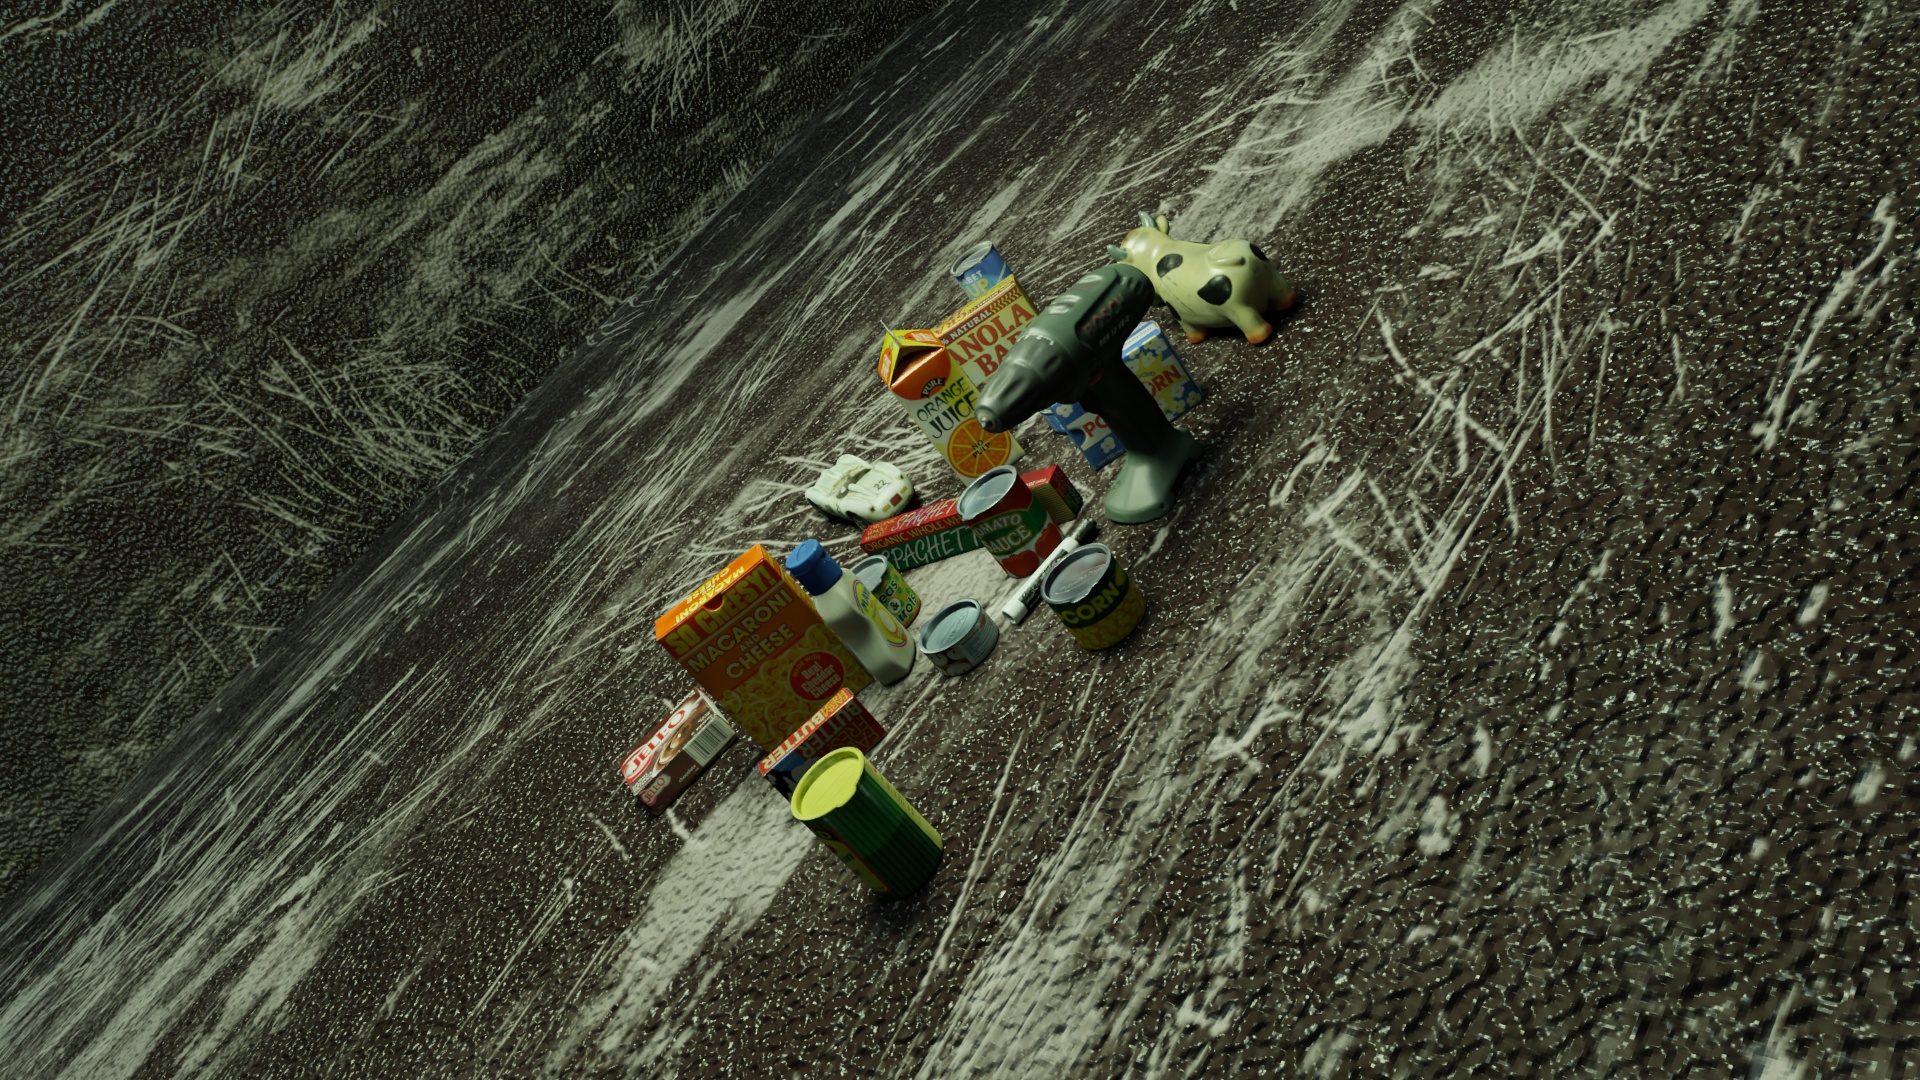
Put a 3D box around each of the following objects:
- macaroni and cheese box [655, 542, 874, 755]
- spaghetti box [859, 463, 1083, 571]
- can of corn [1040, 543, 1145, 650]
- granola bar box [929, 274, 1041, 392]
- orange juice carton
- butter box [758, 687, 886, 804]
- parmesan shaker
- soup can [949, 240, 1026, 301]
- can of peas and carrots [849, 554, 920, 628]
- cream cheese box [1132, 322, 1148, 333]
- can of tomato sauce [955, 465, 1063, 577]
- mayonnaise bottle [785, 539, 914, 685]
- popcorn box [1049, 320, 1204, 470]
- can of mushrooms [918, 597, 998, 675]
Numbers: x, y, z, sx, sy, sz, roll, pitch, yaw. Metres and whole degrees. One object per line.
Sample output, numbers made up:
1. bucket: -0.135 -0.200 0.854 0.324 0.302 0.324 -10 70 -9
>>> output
1. macaroni and cheese box: -0.178 0.102 1.276 0.123 0.166 0.040 -38 26 2
2. spaghetti box: 0.005 -0.017 1.364 0.249 0.050 0.029 -17 33 37
3. can of corn: 0.108 0.047 1.119 0.071 0.058 0.071 -30 27 18
4. granola bar box: 0.025 -0.198 1.543 0.165 0.124 0.039 -33 26 13
5. orange juice carton: -0.021 -0.149 1.445 0.073 0.192 0.072 -38 26 3
6. butter box: -0.119 0.181 1.203 0.103 0.053 0.024 -42 26 -7
7. parmesan shaker: -0.067 0.212 1.028 0.071 0.103 0.071 -30 27 18
8. soup can: 0.035 -0.331 1.790 0.071 0.083 0.072 -30 27 18
9. can of peas and carrots: -0.080 0.057 1.343 0.071 0.058 0.071 -30 27 18
10. cream cheese box: 0.174 -0.198 1.431 0.024 0.053 0.104 -47 27 -17
11. can of tomato sauce: 0.045 -0.015 1.271 0.071 0.083 0.071 -30 27 18
12. mayonnaise bottle: -0.099 0.062 1.259 0.041 0.147 0.065 -30 27 19
13. popcorn box: 0.156 -0.138 1.322 0.126 0.085 0.038 -34 26 11
14. can of mushrooms: -0.003 0.085 1.228 0.071 0.033 0.071 -30 27 17
